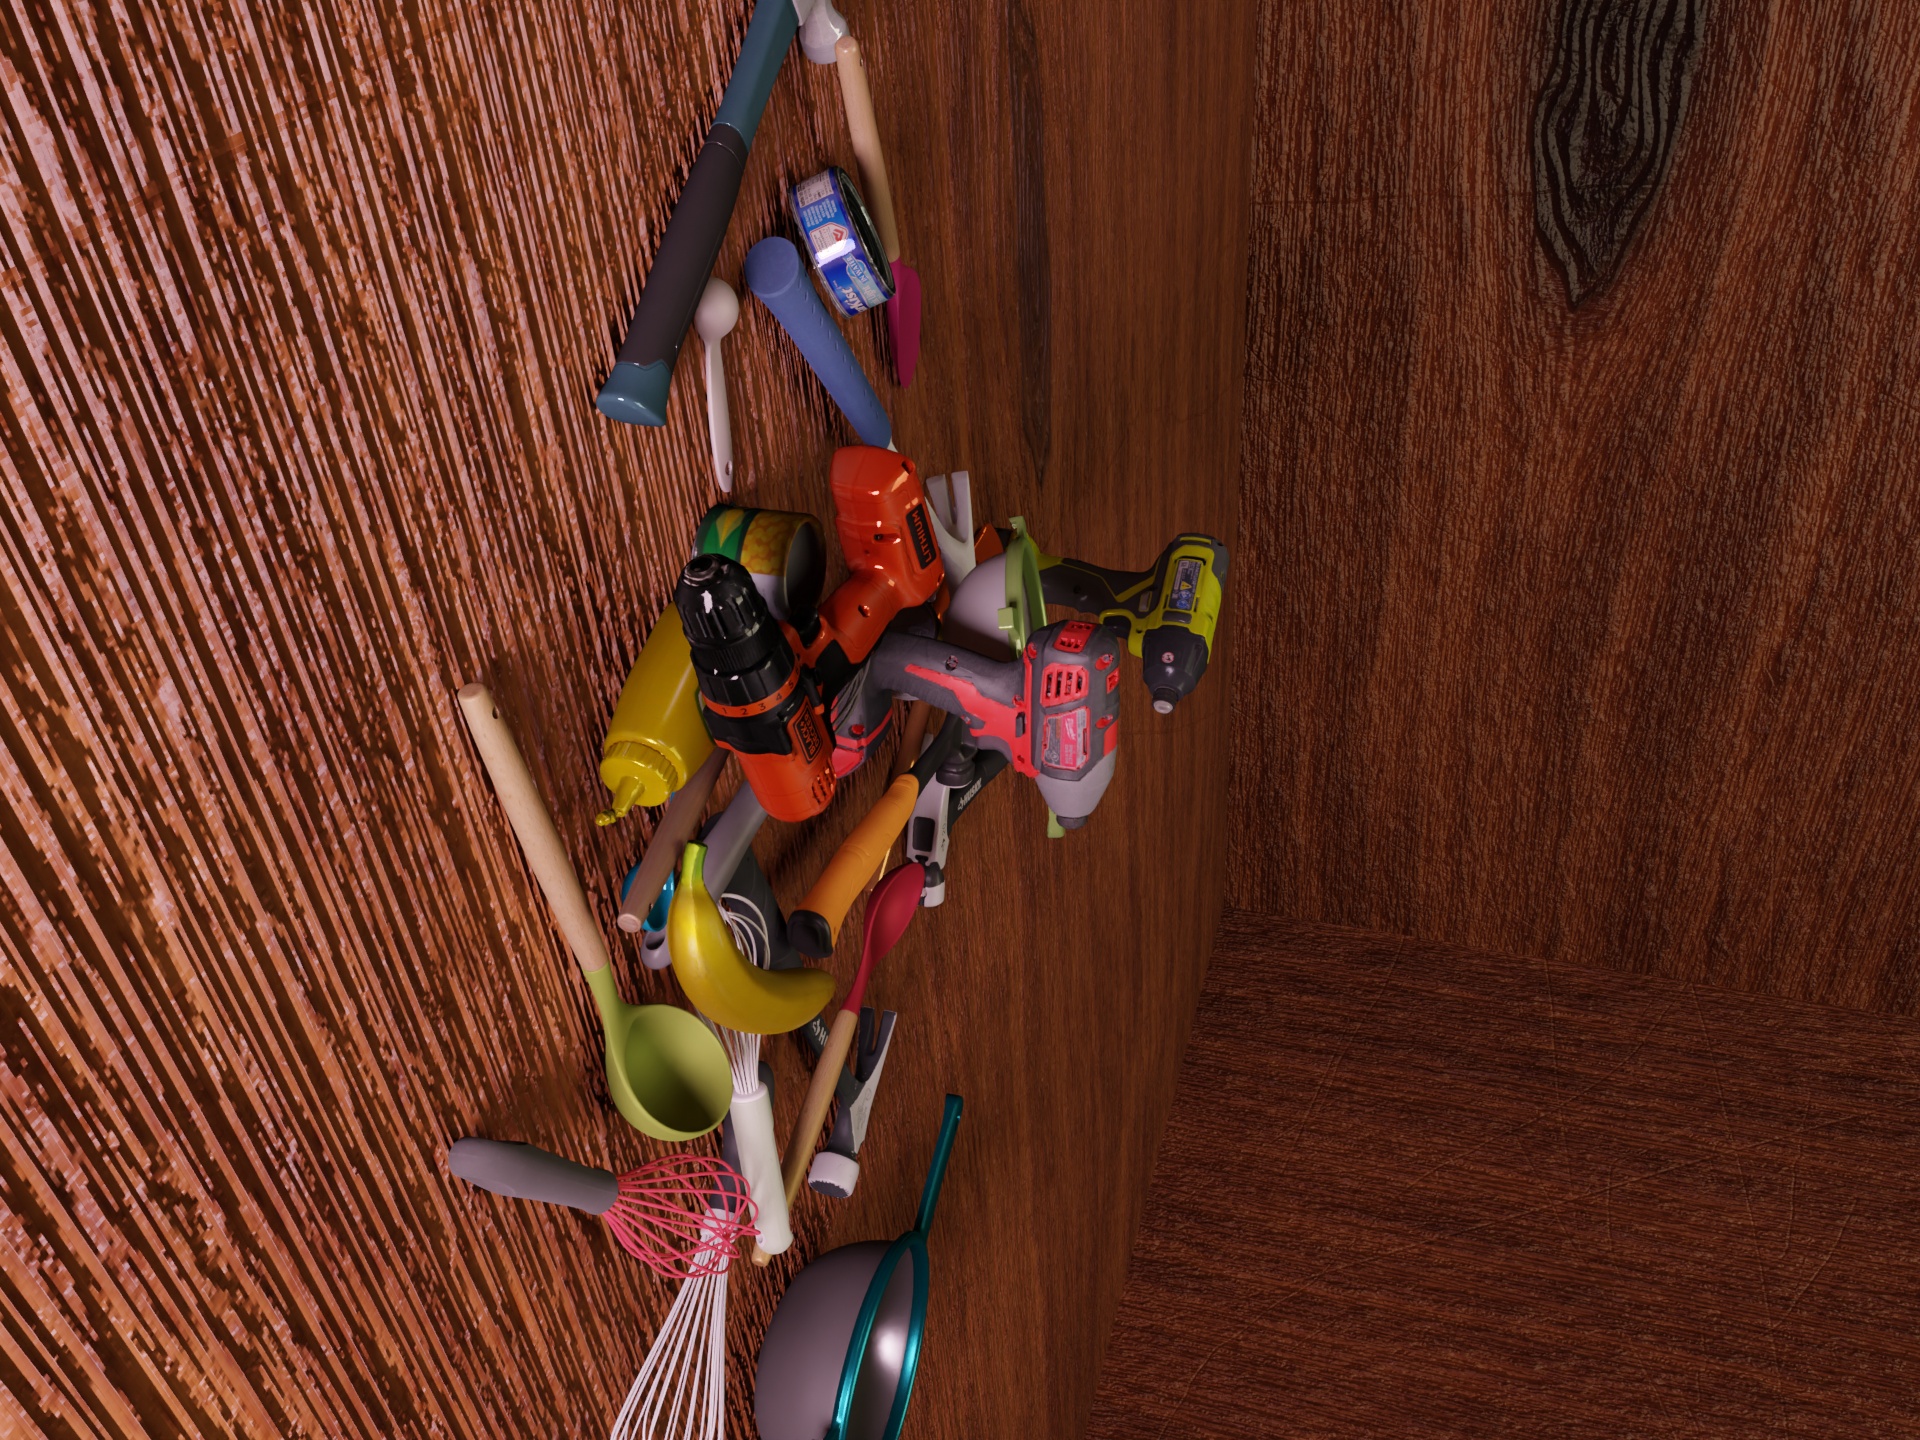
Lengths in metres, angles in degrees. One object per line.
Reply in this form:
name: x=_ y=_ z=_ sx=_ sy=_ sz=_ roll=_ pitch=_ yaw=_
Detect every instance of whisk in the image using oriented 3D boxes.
whisk: x=-0.185 y=0.257 z=0.859 sx=0.295 sy=0.073 sz=0.073 roll=53 pitch=47 yaw=-60
whisk: x=-0.122 y=0.042 z=0.942 sx=0.239 sy=0.055 sz=0.055 roll=-60 pitch=156 yaw=-20
whisk: x=-0.131 y=0.220 z=0.973 sx=0.059 sy=0.058 sz=0.246 roll=-16 pitch=109 yaw=-24
whisk: x=-0.159 y=0.349 z=0.996 sx=0.070 sy=0.070 sz=0.285 roll=72 pitch=25 yaw=-56

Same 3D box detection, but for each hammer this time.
hammer: x=-0.126 y=-0.296 z=0.847 sx=0.128 sy=0.033 sz=0.331 roll=65 pitch=36 yaw=-63
hammer: x=-0.111 y=0.189 z=1.114 sx=0.408 sy=0.036 sz=0.149 roll=76 pitch=26 yaw=-51
hammer: x=-0.053 y=-0.194 z=1.096 sx=0.405 sy=0.035 sz=0.144 roll=53 pitch=30 yaw=-63
hammer: x=0.019 y=0.042 z=1.485 sx=0.335 sy=0.035 sz=0.146 roll=-44 pitch=139 yaw=-65
hammer: x=-0.048 y=0.060 z=1.157 sx=0.337 sy=0.034 sz=0.127 roll=-55 pitch=152 yaw=-58

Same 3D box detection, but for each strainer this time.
strainer: x=-0.081 y=0.433 z=1.225 sx=0.210 sy=0.095 sz=0.341 roll=83 pitch=19 yaw=-47
strainer: x=0.033 y=-0.013 z=1.189 sx=0.152 sy=0.069 sz=0.256 roll=-82 pitch=164 yaw=-55

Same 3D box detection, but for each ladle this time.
ladle: x=-0.181 y=0.104 z=0.806 sx=0.078 sy=0.062 sz=0.319 roll=-85 pitch=168 yaw=-48
ladle: x=-0.085 y=0.229 z=1.110 sx=0.069 sy=0.031 sz=0.316 roll=80 pitch=24 yaw=-49

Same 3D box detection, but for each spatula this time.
spatula: x=-0.138 y=0.011 z=0.914 sx=0.316 sy=0.018 sz=0.059 roll=-74 pitch=170 yaw=-54
spatula: x=-0.024 y=-0.010 z=1.308 sx=0.081 sy=0.041 sz=0.323 roll=62 pitch=40 yaw=-64

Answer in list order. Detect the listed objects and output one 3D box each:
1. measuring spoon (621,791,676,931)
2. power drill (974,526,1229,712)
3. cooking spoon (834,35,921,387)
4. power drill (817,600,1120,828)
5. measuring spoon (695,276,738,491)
measuring spoon: x=-0.170 y=0.059 z=0.899 sx=0.042 sy=0.021 sz=0.129 roll=71 pitch=22 yaw=-55
power drill: x=0.113 y=-0.092 z=1.405 sx=0.080 sy=0.223 sz=0.171 roll=71 pitch=31 yaw=-56
cooking spoon: x=-0.051 y=-0.328 z=1.060 sx=0.318 sy=0.017 sz=0.069 roll=77 pitch=25 yaw=-66
power drill: x=-0.002 y=-0.003 z=1.065 sx=0.078 sy=0.220 sz=0.143 roll=-55 pitch=149 yaw=-56
measuring spoon: x=-0.132 y=-0.188 z=0.902 sx=0.034 sy=0.018 sz=0.124 roll=-56 pitch=150 yaw=-57
